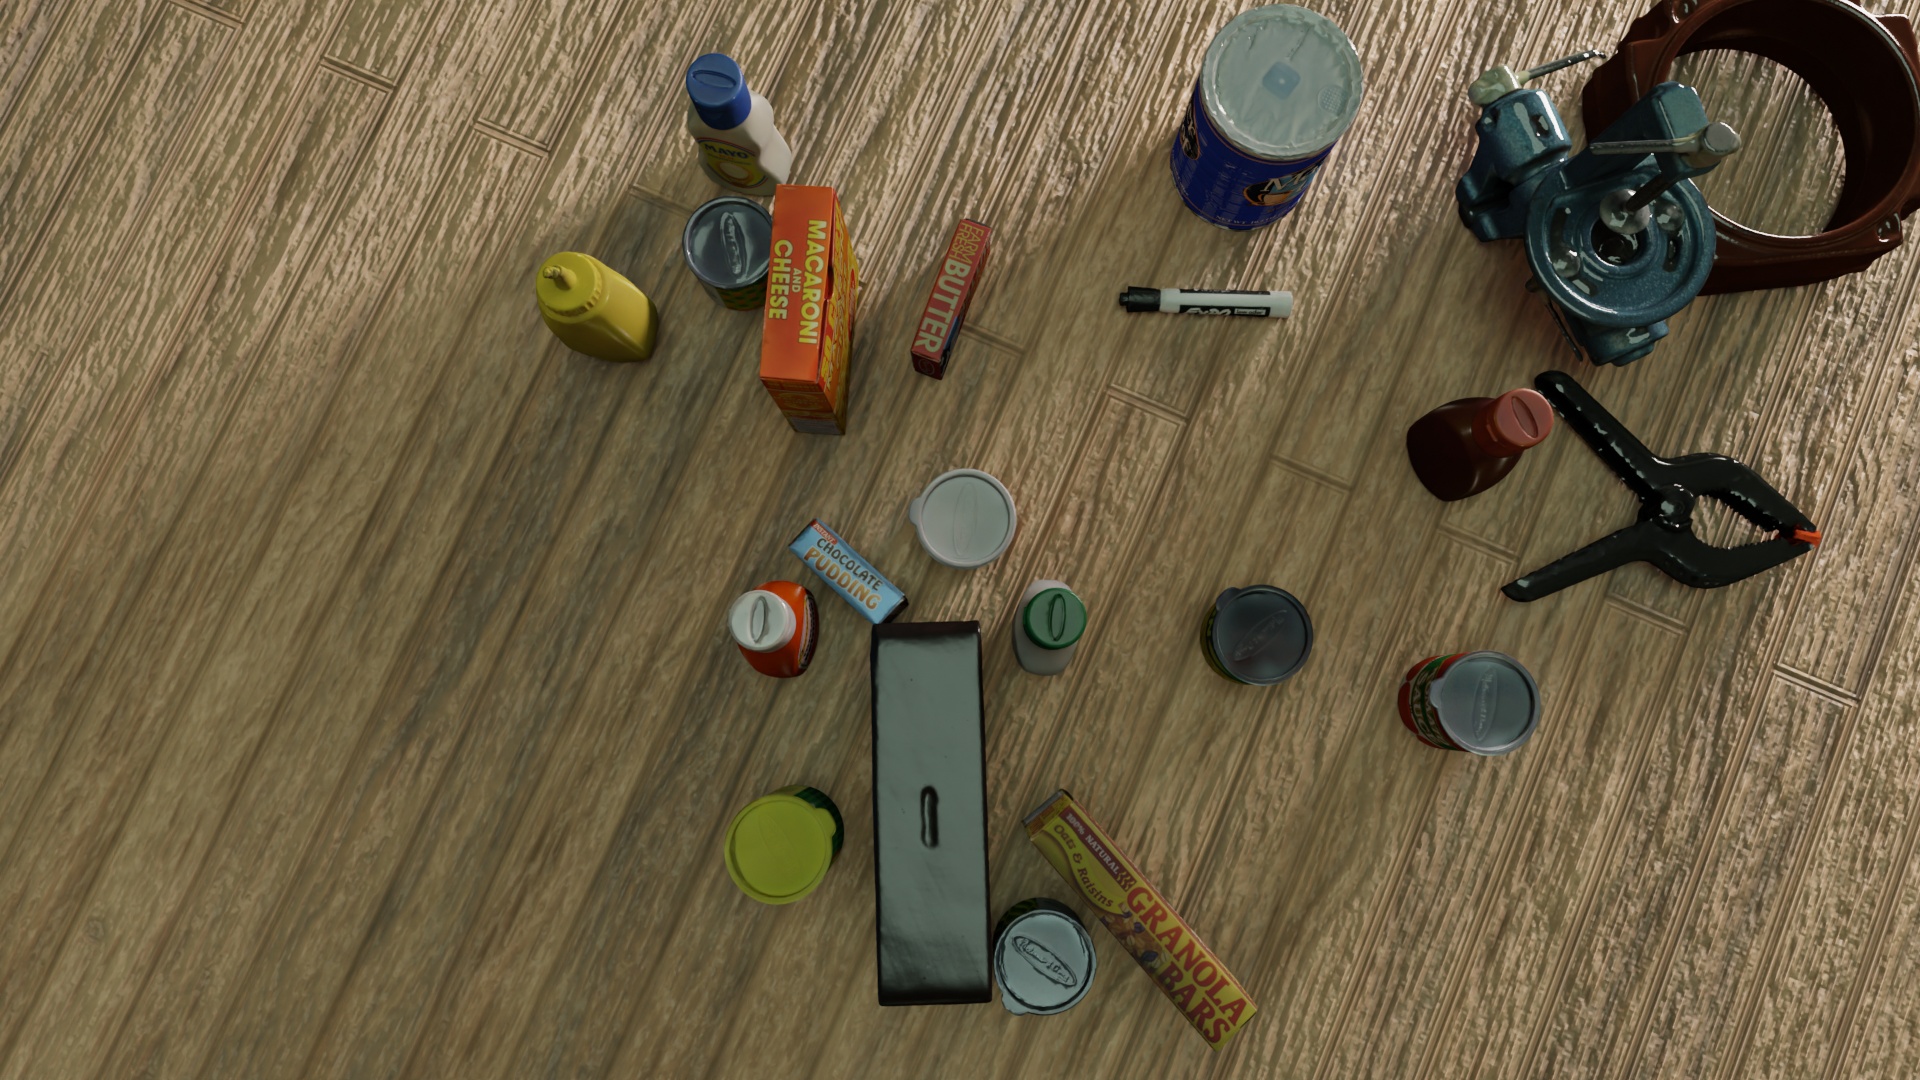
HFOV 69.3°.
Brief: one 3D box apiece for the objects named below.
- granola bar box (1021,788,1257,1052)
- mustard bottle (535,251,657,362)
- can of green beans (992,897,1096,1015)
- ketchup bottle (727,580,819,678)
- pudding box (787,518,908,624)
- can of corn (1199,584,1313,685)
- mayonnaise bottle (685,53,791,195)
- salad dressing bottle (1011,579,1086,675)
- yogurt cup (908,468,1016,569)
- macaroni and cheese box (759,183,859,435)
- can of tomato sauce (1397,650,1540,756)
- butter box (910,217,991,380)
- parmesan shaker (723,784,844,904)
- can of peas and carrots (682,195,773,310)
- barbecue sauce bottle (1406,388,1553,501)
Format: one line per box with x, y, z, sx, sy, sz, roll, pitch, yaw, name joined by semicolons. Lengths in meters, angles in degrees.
0.110;0.234;0.883;0.039;0.124;0.165;-41;85;-4;granola bar box
-0.244;-0.156;0.914;0.065;0.160;0.049;7;84;1;mustard bottle
0.054;0.271;0.912;0.071;0.058;0.071;0;83;0;can of green beans
-0.120;0.055;0.893;0.043;0.148;0.065;5;84;1;ketchup bottle
-0.075;0.023;0.947;0.084;0.049;0.030;42;85;5;pudding box
0.196;0.063;0.937;0.071;0.058;0.071;0;83;0;can of corn
-0.153;-0.278;0.935;0.065;0.148;0.041;14;84;2;mayonnaise bottle
0.057;0.054;0.894;0.044;0.147;0.064;5;84;1;salad dressing bottle
0.003;-0.012;0.949;0.072;0.054;0.072;0;83;0;yogurt cup
-0.095;-0.145;0.909;0.040;0.166;0.124;4;83;1;macaroni and cheese box
0.332;0.107;0.919;0.071;0.083;0.071;0;83;0;can of tomato sauce
-0.006;-0.168;0.969;0.024;0.053;0.103;20;84;3;butter box
-0.109;0.193;0.899;0.071;0.103;0.071;0;83;0;parmesan shaker
-0.153;-0.200;0.971;0.071;0.058;0.071;0;83;0;can of peas and carrots
0.339;-0.066;0.907;0.044;0.148;0.065;-25;84;-2;barbecue sauce bottle
